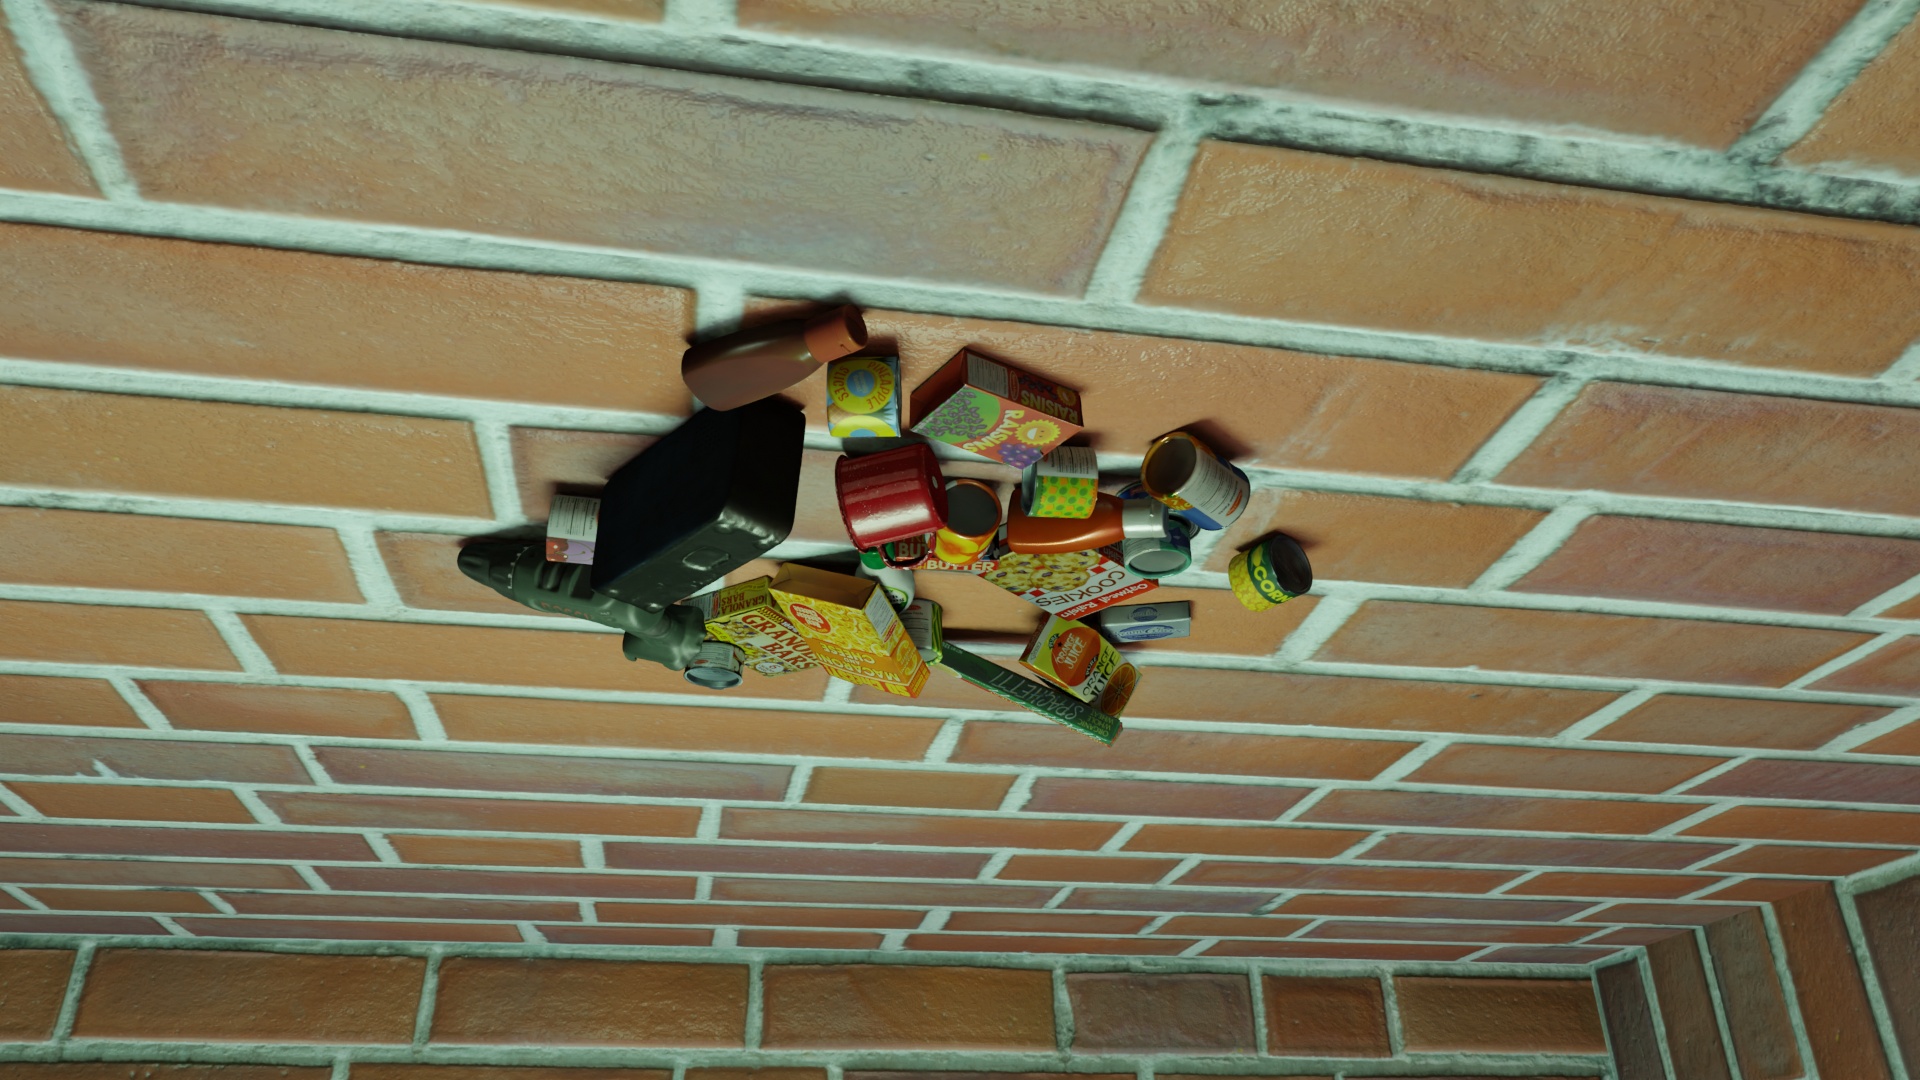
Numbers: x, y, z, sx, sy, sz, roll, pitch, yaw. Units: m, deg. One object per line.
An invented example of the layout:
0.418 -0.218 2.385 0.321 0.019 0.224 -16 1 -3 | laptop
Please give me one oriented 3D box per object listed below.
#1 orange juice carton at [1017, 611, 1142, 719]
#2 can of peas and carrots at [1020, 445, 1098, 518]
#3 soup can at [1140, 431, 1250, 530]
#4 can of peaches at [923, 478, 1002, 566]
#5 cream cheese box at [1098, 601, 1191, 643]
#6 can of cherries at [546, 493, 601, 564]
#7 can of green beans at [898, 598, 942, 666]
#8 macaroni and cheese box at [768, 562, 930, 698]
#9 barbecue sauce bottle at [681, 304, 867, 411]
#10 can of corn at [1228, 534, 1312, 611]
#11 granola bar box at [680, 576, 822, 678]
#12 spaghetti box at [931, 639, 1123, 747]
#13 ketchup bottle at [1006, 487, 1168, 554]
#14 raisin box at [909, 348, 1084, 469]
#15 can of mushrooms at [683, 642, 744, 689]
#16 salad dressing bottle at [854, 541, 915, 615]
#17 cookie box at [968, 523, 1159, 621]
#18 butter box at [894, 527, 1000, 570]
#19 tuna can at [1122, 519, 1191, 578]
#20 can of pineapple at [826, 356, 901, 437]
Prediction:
0.132 0.140 1.593 0.073 0.072 0.192 23 169 36 | orange juice carton
0.089 -0.052 1.264 0.059 0.071 0.070 3 152 -8 | can of peas and carrots
0.212 -0.055 1.268 0.071 0.071 0.083 -23 144 35 | soup can
0.005 -0.017 1.327 0.071 0.071 0.057 5 150 -10 | can of peaches
0.211 0.094 1.589 0.104 0.024 0.053 -5 151 7 | cream cheese box
-0.362 -0.009 1.328 0.058 0.072 0.071 5 151 -10 | can of cherries
-0.053 0.105 1.564 0.071 0.058 0.071 -1 152 0 | can of green beans
-0.117 0.098 1.484 0.124 0.040 0.165 11 146 31 | macaroni and cheese box
-0.145 -0.147 1.102 0.148 0.044 0.064 -16 149 24 | barbecue sauce bottle
0.319 0.036 1.435 0.071 0.071 0.058 19 146 -33 | can of corn
-0.218 0.102 1.572 0.124 0.039 0.165 -16 148 26 | granola bar box
0.069 0.173 1.605 0.250 0.029 0.050 24 166 12 | spaghetti box
0.120 -0.020 1.309 0.149 0.065 0.043 -1 157 19 | ketchup bottle
0.030 -0.109 1.183 0.123 0.040 0.085 17 146 -31 | raisin box
-0.278 0.142 1.569 0.071 0.033 0.070 1 154 1 | can of mushrooms
-0.082 0.031 1.438 0.064 0.044 0.147 2 152 5 | salad dressing bottle
0.108 0.024 1.438 0.122 0.040 0.167 -24 144 36 | cookie box
-0.013 0.002 1.376 0.103 0.053 0.024 1 150 -4 | butter box
0.191 0.010 1.344 0.071 0.033 0.070 -1 152 0 | tuna can
-0.078 -0.118 1.134 0.058 0.071 0.070 -1 152 0 | can of pineapple
